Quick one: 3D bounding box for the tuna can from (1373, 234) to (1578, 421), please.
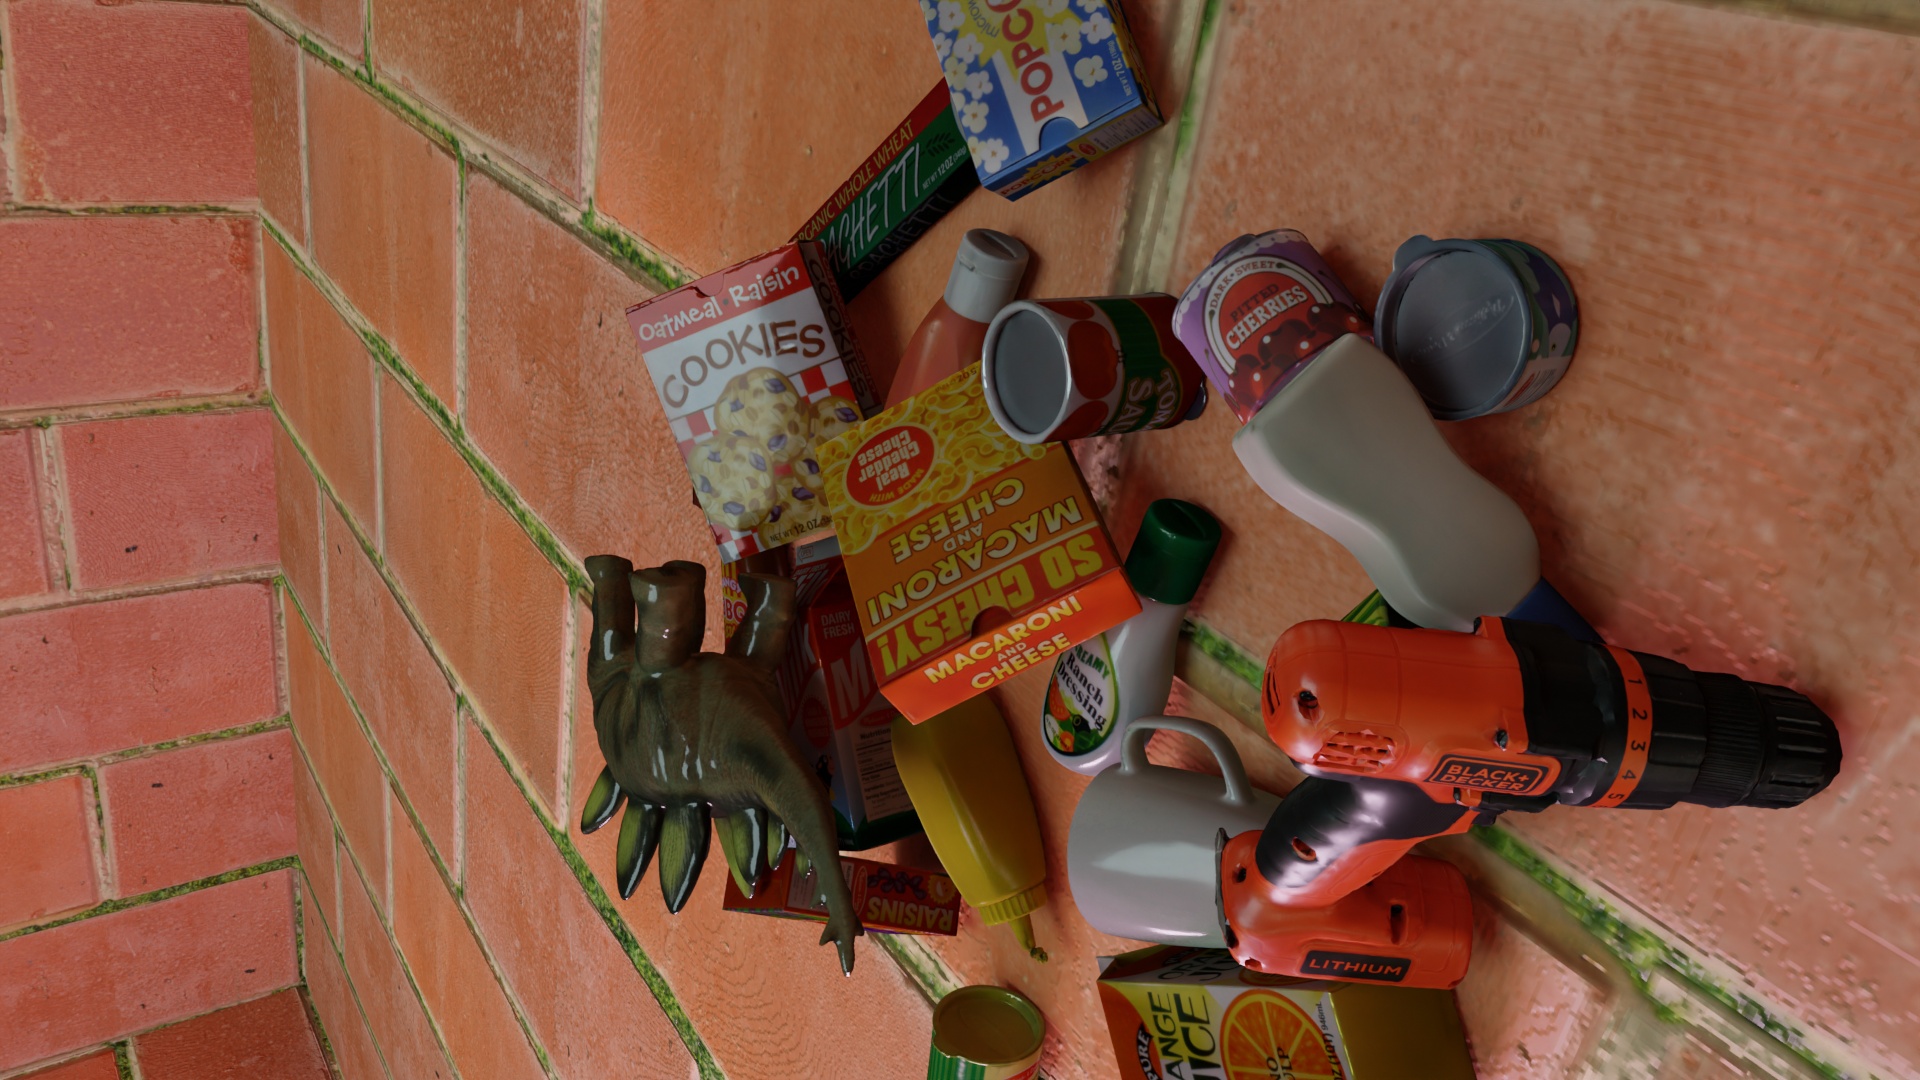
[{"bbox_3d":[0.189,-0.081,0.514,0.071,0.033,0.071,17,112,51],"label":"tuna can"}]

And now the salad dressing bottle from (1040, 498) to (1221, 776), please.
[{"bbox_3d":[0.083,0.048,0.679,0.064,0.044,0.146,54,135,43],"label":"salad dressing bottle"}]

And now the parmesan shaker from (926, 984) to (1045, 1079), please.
[{"bbox_3d":[0.009,0.327,0.823,0.071,0.071,0.102,31,122,46],"label":"parmesan shaker"}]

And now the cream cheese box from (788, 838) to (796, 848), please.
[{"bbox_3d":[-0.119,0.172,1.002,0.053,0.024,0.104,-17,84,54],"label":"cream cheese box"}]

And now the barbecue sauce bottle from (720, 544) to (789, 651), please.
[{"bbox_3d":[-0.147,0.025,0.991,0.065,0.044,0.148,12,107,54],"label":"barbecue sauce bottle"}]

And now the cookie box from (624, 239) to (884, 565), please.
[{"bbox_3d":[-0.115,-0.083,0.842,0.123,0.040,0.167,-18,97,18],"label":"cookie box"}]

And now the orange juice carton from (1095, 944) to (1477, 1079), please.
[{"bbox_3d":[0.129,0.225,0.633,0.192,0.073,0.072,-23,79,54],"label":"orange juice carton"}]

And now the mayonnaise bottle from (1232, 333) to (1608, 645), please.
[{"bbox_3d":[0.170,-0.003,0.506,0.148,0.065,0.041,47,170,3],"label":"mayonnaise bottle"}]

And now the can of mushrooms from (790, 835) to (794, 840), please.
[{"bbox_3d":[-0.090,0.168,0.928,0.071,0.071,0.033,64,152,21],"label":"can of mushrooms"}]

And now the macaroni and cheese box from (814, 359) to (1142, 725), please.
[{"bbox_3d":[0.002,-0.009,0.681,0.040,0.123,0.167,54,-168,-46],"label":"macaroni and cheese box"}]

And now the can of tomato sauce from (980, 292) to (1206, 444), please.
[{"bbox_3d":[0.062,-0.079,0.645,0.071,0.083,0.071,17,111,52],"label":"can of tomato sauce"}]

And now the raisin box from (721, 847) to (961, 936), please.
[{"bbox_3d":[-0.073,0.219,0.864,0.086,0.123,0.040,-21,56,53],"label":"raisin box"}]

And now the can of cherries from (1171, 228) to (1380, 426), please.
[{"bbox_3d":[0.128,-0.084,0.564,0.058,0.072,0.071,60,140,25],"label":"can of cherries"}]

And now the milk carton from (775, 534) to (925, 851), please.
[{"bbox_3d":[-0.071,0.093,0.876,0.072,0.074,0.190,-15,85,55],"label":"milk carton"}]

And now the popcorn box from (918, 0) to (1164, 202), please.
[{"bbox_3d":[0.034,-0.237,0.656,0.085,0.038,0.127,-22,78,22],"label":"popcorn box"}]

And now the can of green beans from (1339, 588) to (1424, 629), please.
[{"bbox_3d":[0.172,0.054,0.541,0.071,0.071,0.057,61,139,24],"label":"can of green beans"}]

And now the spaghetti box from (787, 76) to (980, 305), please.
[{"bbox_3d":[-0.029,-0.203,0.788,0.249,0.029,0.050,-28,74,53],"label":"spaghetti box"}]

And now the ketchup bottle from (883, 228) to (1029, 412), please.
[{"bbox_3d":[-0.003,-0.098,0.764,0.065,0.044,0.148,44,131,29],"label":"ketchup bottle"}]

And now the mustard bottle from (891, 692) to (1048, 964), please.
[{"bbox_3d":[0.013,0.165,0.789,0.048,0.065,0.160,-31,77,48],"label":"mustard bottle"}]
